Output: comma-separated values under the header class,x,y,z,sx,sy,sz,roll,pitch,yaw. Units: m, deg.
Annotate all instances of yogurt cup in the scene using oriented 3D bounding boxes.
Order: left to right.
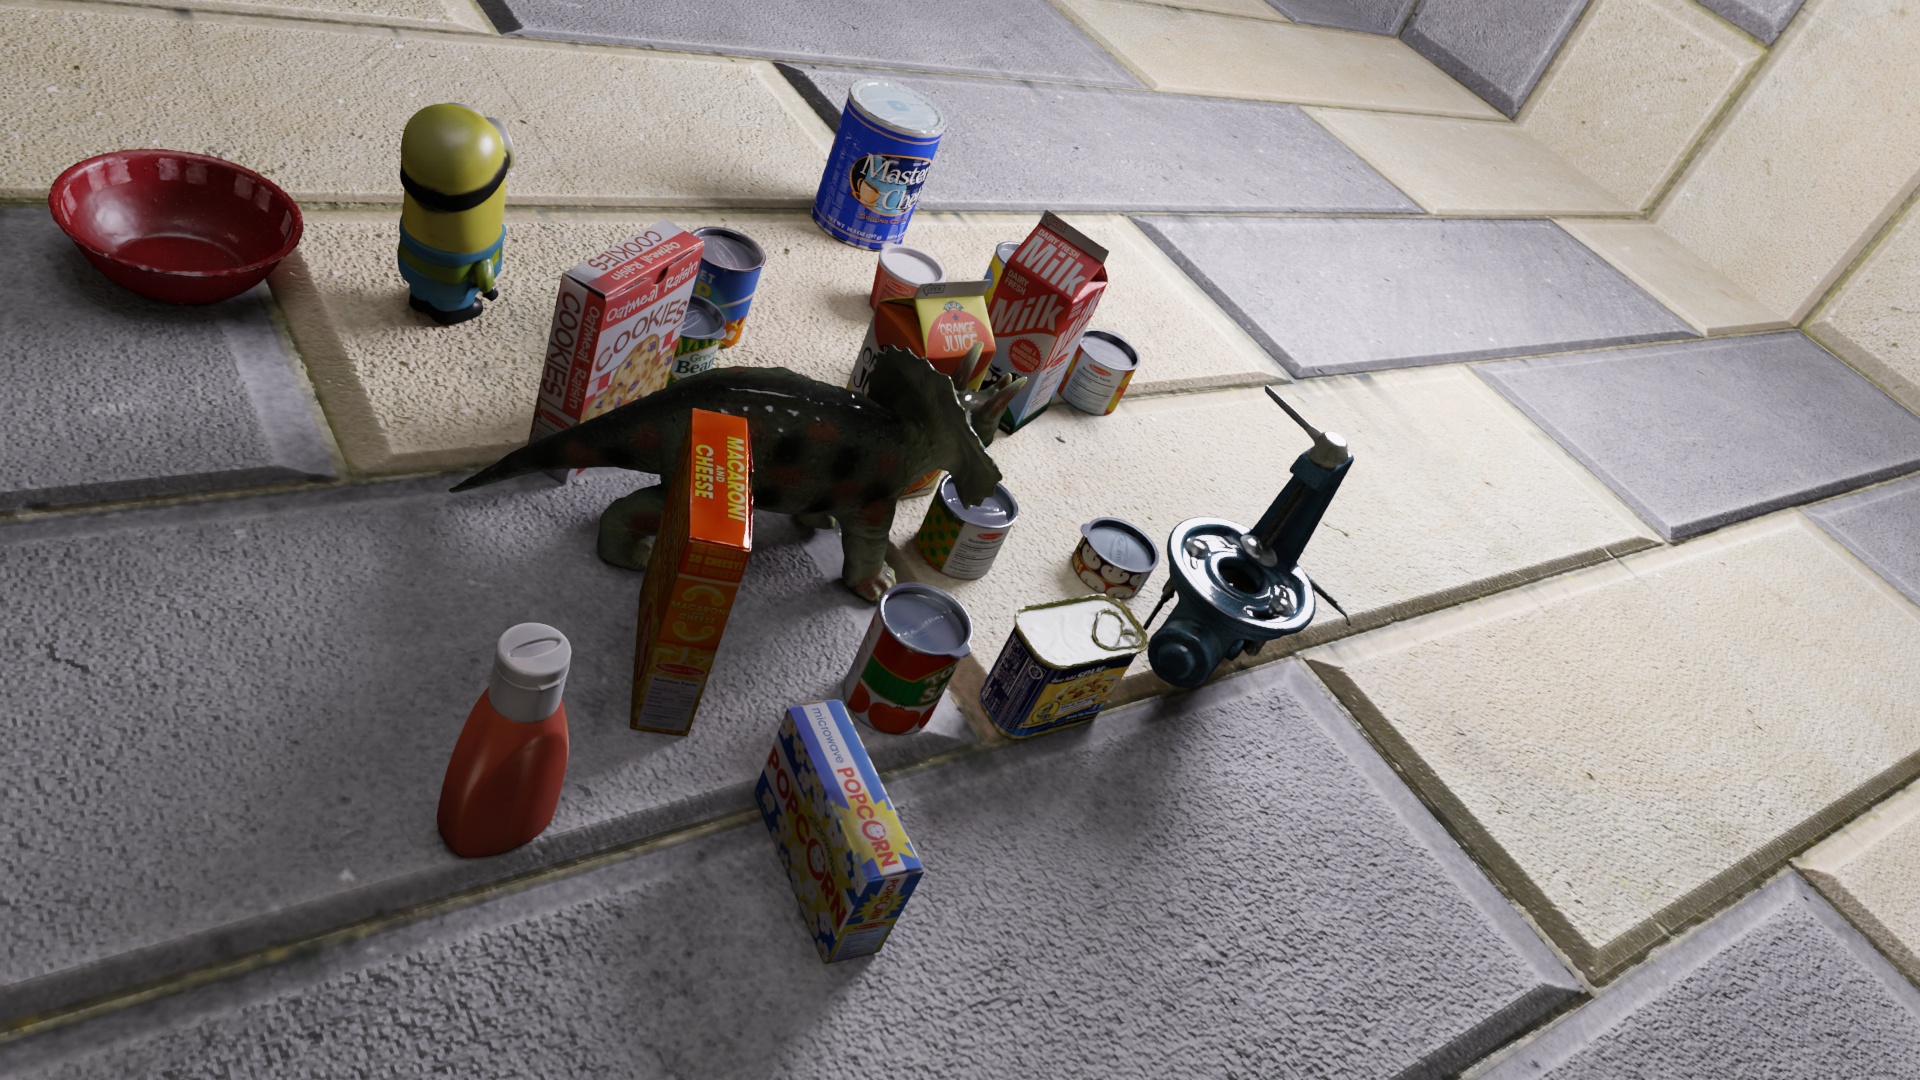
class,x,y,z,sx,sy,sz,roll,pitch,yaw
yogurt cup,-0.054,-0.245,1.342,0.072,0.053,0.073,16,38,-13

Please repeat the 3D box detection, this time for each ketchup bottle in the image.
class,x,y,z,sx,sy,sz,roll,pitch,yaw
ketchup bottle,-0.238,0.107,0.740,0.065,0.148,0.043,-17,54,-42

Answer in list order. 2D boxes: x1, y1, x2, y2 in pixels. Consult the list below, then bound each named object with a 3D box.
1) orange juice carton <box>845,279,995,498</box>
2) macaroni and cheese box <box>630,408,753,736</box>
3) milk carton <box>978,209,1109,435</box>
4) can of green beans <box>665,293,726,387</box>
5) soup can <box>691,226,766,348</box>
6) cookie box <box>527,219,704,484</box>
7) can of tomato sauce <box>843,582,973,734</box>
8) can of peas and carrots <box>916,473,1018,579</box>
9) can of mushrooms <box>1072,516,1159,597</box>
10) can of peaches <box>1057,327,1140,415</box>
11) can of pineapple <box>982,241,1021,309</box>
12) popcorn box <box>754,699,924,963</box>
class,x,y,z,sx,sy,sz,roll,pitch,yaw
orange juice carton,-0.036,-0.126,1.096,0.072,0.191,0.073,-11,50,-39
macaroni and cheese box,-0.168,0.020,0.868,0.040,0.165,0.124,11,39,-19
milk carton,0.068,-0.196,1.241,0.072,0.189,0.074,36,38,14
can of green beans,-0.232,-0.163,1.141,0.071,0.057,0.071,16,38,-13
soup can,-0.213,-0.217,1.195,0.071,0.083,0.072,16,38,-13
cookie box,-0.251,-0.138,1.009,0.040,0.166,0.123,30,37,6
can of tomato sauce,-0.035,0.082,0.940,0.071,0.082,0.071,16,38,-13
can of peas and carrots,0.004,-0.014,1.095,0.071,0.058,0.071,16,38,-13
can of mushrooms,0.126,0.013,1.153,0.071,0.033,0.071,16,38,-13
can of peaches,0.134,-0.165,1.349,0.071,0.057,0.071,16,38,-13
can of pineapple,0.057,-0.264,1.424,0.071,0.057,0.071,16,38,-13
popcorn box,-0.074,0.168,0.812,0.038,0.084,0.127,-4,46,-33
